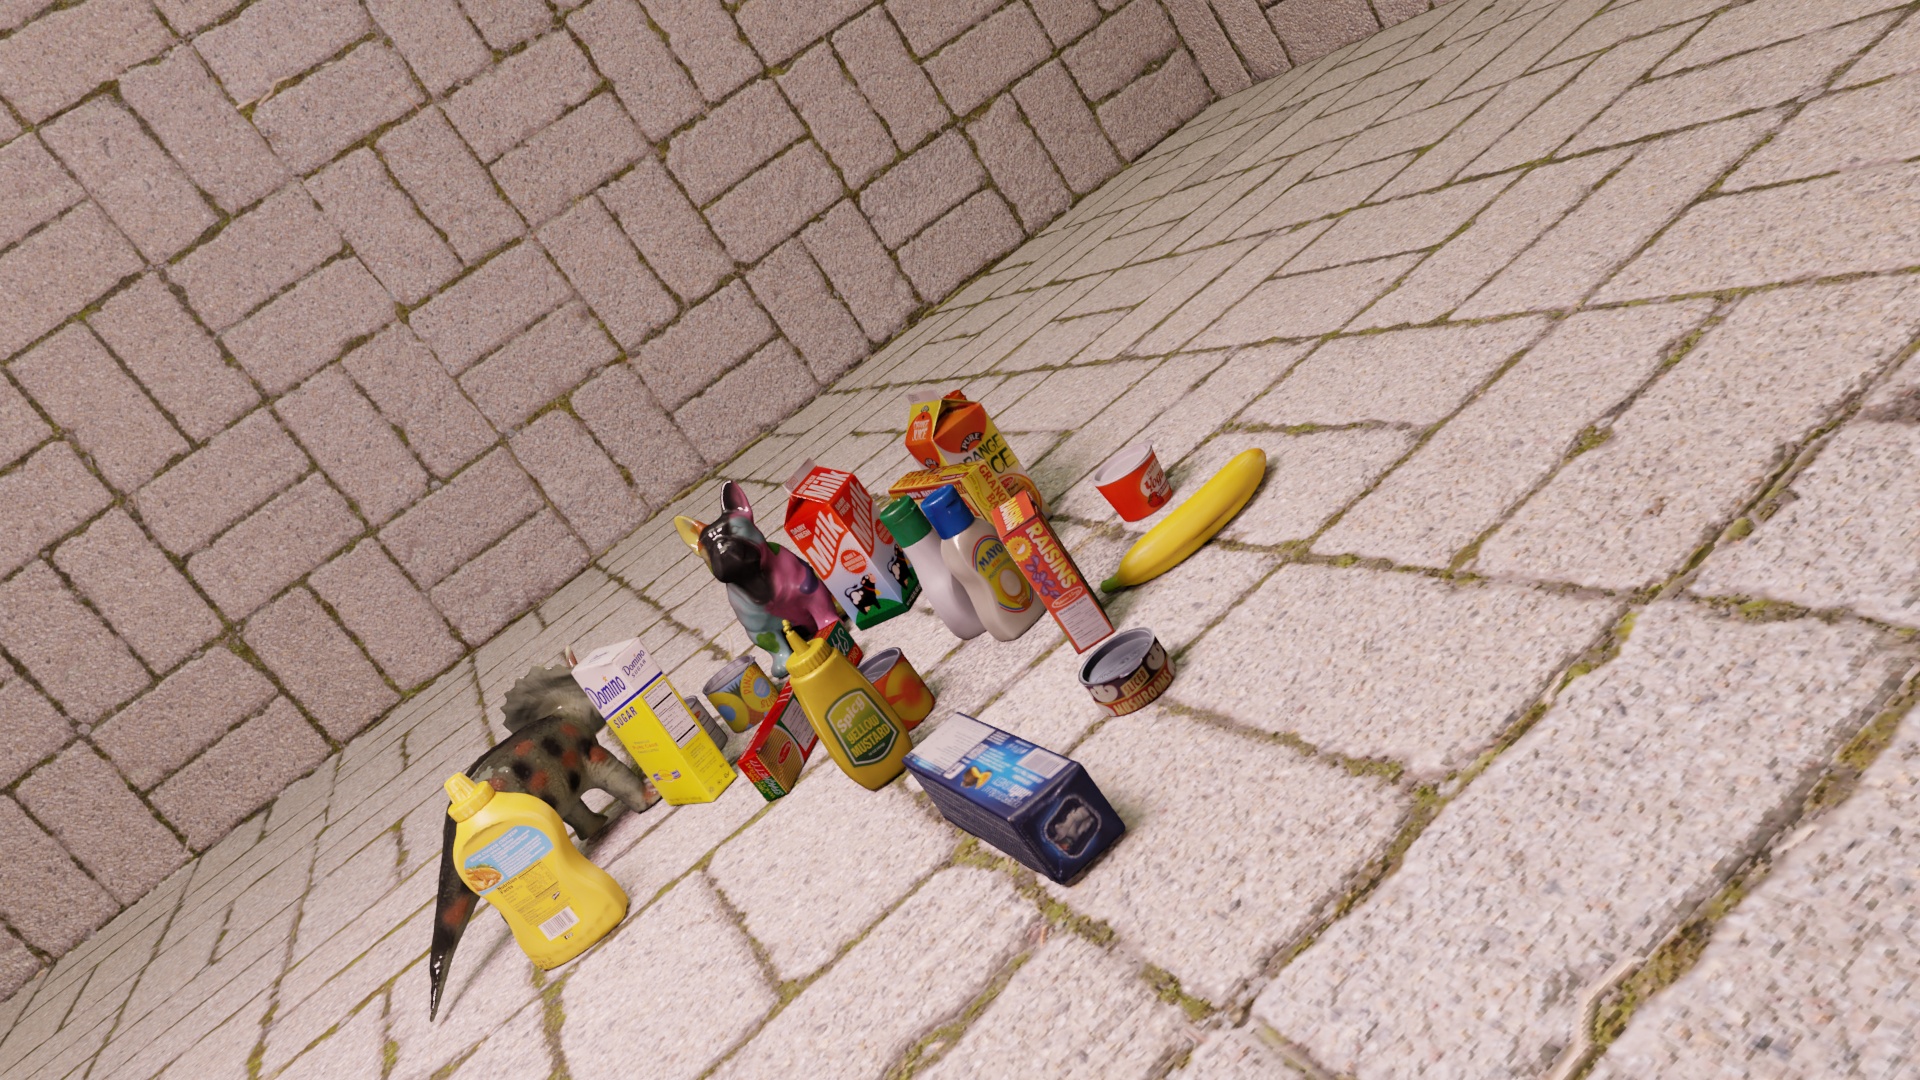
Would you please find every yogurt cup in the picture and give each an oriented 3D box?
[{"bbox_3d":[0.168,-0.054,1.344,0.072,0.054,0.072,-32,16,10],"label":"yogurt cup"}]

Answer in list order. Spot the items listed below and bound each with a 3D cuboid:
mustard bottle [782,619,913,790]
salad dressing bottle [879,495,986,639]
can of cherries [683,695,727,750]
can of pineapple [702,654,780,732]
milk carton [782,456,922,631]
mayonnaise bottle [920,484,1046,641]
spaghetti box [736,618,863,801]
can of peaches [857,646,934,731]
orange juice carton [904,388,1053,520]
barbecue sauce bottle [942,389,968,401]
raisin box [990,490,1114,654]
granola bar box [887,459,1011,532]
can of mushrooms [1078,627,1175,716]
[{"bbox_3d":[-0.102,0.131,1.150,0.065,0.160,0.049,-39,16,-13],"label":"mustard bottle"},{"bbox_3d":[-0.021,0.025,1.322,0.044,0.147,0.064,-25,18,32],"label":"salad dressing bottle"},{"bbox_3d":[-0.296,0.210,1.498,0.071,0.058,0.072,-32,16,10],"label":"can of cherries"},{"bbox_3d":[-0.236,0.166,1.508,0.071,0.057,0.071,-32,16,10],"label":"can of pineapple"},{"bbox_3d":[-0.125,-0.002,1.532,0.073,0.190,0.073,-25,18,32],"label":"milk carton"},{"bbox_3d":[0.018,0.018,1.261,0.065,0.148,0.041,-44,18,-30],"label":"mayonnaise bottle"},{"bbox_3d":[-0.152,0.161,1.368,0.028,0.050,0.251,-28,17,25],"label":"spaghetti box"},{"bbox_3d":[-0.066,0.139,1.242,0.071,0.058,0.071,-32,16,10],"label":"can of peaches"},{"bbox_3d":[0.009,-0.082,1.491,0.073,0.192,0.071,-41,16,-20],"label":"orange juice carton"},{"bbox_3d":[0.025,-0.105,1.609,0.043,0.148,0.065,-28,17,24],"label":"barbecue sauce bottle"},{"bbox_3d":[0.077,0.025,1.168,0.040,0.123,0.086,-33,15,6],"label":"raisin box"},{"bbox_3d":[0.005,-0.018,1.438,0.039,0.124,0.165,-42,17,-24],"label":"granola bar box"},{"bbox_3d":[0.124,0.098,1.025,0.071,0.033,0.071,-32,16,10],"label":"can of mushrooms"}]
